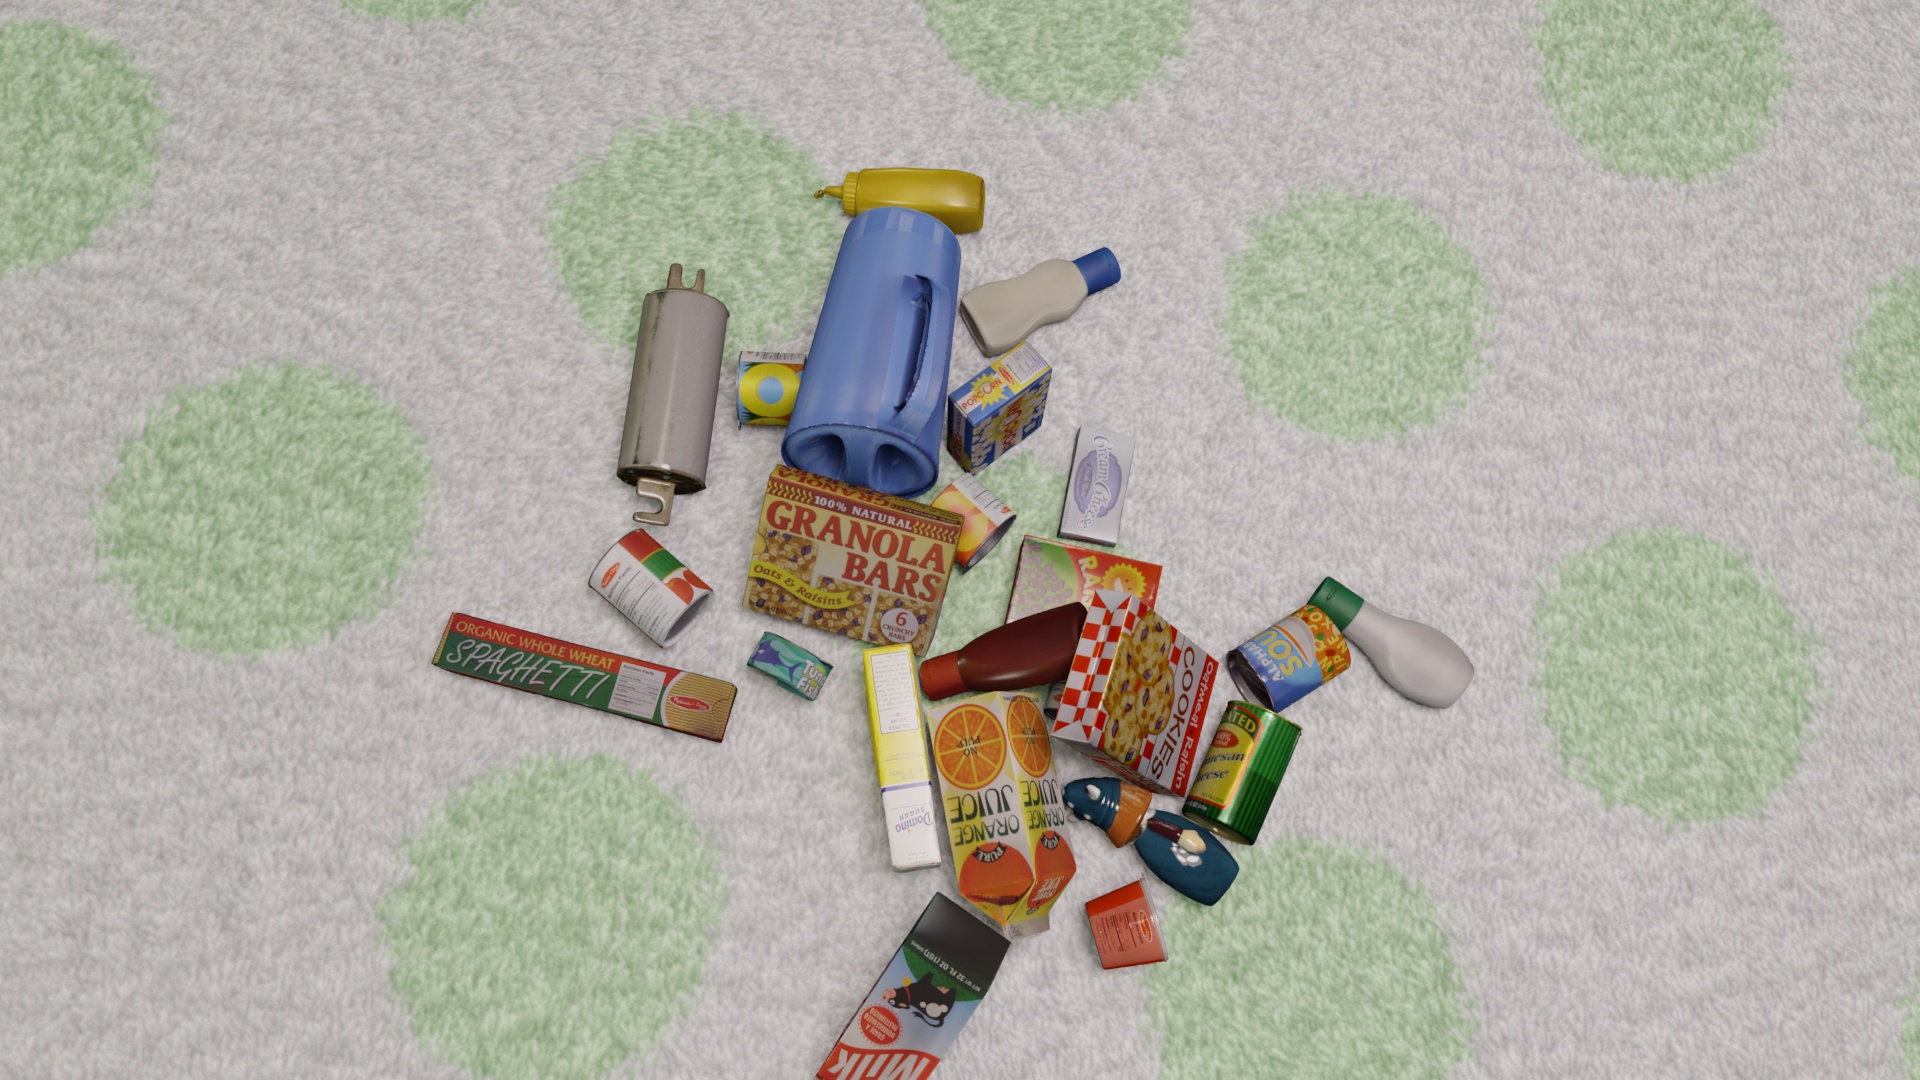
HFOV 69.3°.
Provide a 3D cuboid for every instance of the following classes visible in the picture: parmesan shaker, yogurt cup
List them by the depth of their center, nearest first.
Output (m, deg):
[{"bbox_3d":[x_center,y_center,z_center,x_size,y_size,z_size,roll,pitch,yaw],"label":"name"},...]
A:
[{"bbox_3d":[0.133,0.313,1.123,0.054,0.072,0.072,-16,76,1],"label":"yogurt cup"},{"bbox_3d":[0.236,0.194,1.157,0.071,0.071,0.103,26,74,4],"label":"parmesan shaker"}]

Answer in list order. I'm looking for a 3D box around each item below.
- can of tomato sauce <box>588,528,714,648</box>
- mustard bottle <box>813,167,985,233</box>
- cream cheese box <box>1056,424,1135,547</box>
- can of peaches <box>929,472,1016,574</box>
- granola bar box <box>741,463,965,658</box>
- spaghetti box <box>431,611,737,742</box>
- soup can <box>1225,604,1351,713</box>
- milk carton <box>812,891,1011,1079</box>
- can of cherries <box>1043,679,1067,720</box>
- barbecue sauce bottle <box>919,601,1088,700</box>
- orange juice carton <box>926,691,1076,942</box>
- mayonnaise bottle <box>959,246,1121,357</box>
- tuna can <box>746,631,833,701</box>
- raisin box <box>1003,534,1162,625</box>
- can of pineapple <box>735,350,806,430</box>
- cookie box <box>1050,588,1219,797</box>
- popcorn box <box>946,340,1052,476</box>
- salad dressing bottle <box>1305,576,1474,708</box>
[{"bbox_3d":[-0.260,0.040,1.177,0.083,0.071,0.071,40,76,7],"label":"can of tomato sauce"},{"bbox_3d":[-0.057,-0.320,1.291,0.160,0.065,0.049,6,79,2],"label":"mustard bottle"},{"bbox_3d":[0.122,-0.048,1.244,0.053,0.024,0.104,12,74,-1],"label":"cream cheese box"},{"bbox_3d":[0.004,-0.015,1.207,0.058,0.071,0.071,43,77,8],"label":"can of peaches"},{"bbox_3d":[-0.091,0.018,1.173,0.166,0.039,0.123,15,110,1],"label":"granola bar box"},{"bbox_3d":[-0.314,0.115,1.170,0.250,0.028,0.050,14,74,1],"label":"spaghetti box"},{"bbox_3d":[0.280,0.101,1.187,0.084,0.071,0.071,-30,78,-11],"label":"soup can"},{"bbox_3d":[-0.045,0.374,1.067,0.072,0.073,0.190,33,108,6],"label":"milk carton"},{"bbox_3d":[0.111,0.129,1.174,0.071,0.071,0.058,19,74,2],"label":"can of cherries"},{"bbox_3d":[0.038,0.098,1.157,0.148,0.043,0.065,-18,38,21],"label":"barbecue sauce bottle"},{"bbox_3d":[0.037,0.223,1.125,0.073,0.072,0.193,-19,73,28],"label":"orange juice carton"},{"bbox_3d":[0.077,-0.226,1.284,0.148,0.041,0.065,-26,79,-11],"label":"mayonnaise bottle"},{"bbox_3d":[-0.141,0.106,1.162,0.071,0.071,0.033,27,77,4],"label":"tuna can"},{"bbox_3d":[0.105,0.051,1.207,0.123,0.040,0.086,13,73,0],"label":"raisin box"},{"bbox_3d":[-0.167,-0.132,1.230,0.058,0.071,0.071,2,74,-3],"label":"can of pineapple"},{"bbox_3d":[0.146,0.127,1.130,0.040,0.167,0.123,5,70,38],"label":"cookie box"},{"bbox_3d":[0.032,-0.112,1.204,0.085,0.126,0.038,-38,77,-12],"label":"popcorn box"},{"bbox_3d":[0.372,0.087,1.211,0.148,0.044,0.064,35,78,8],"label":"salad dressing bottle"}]
